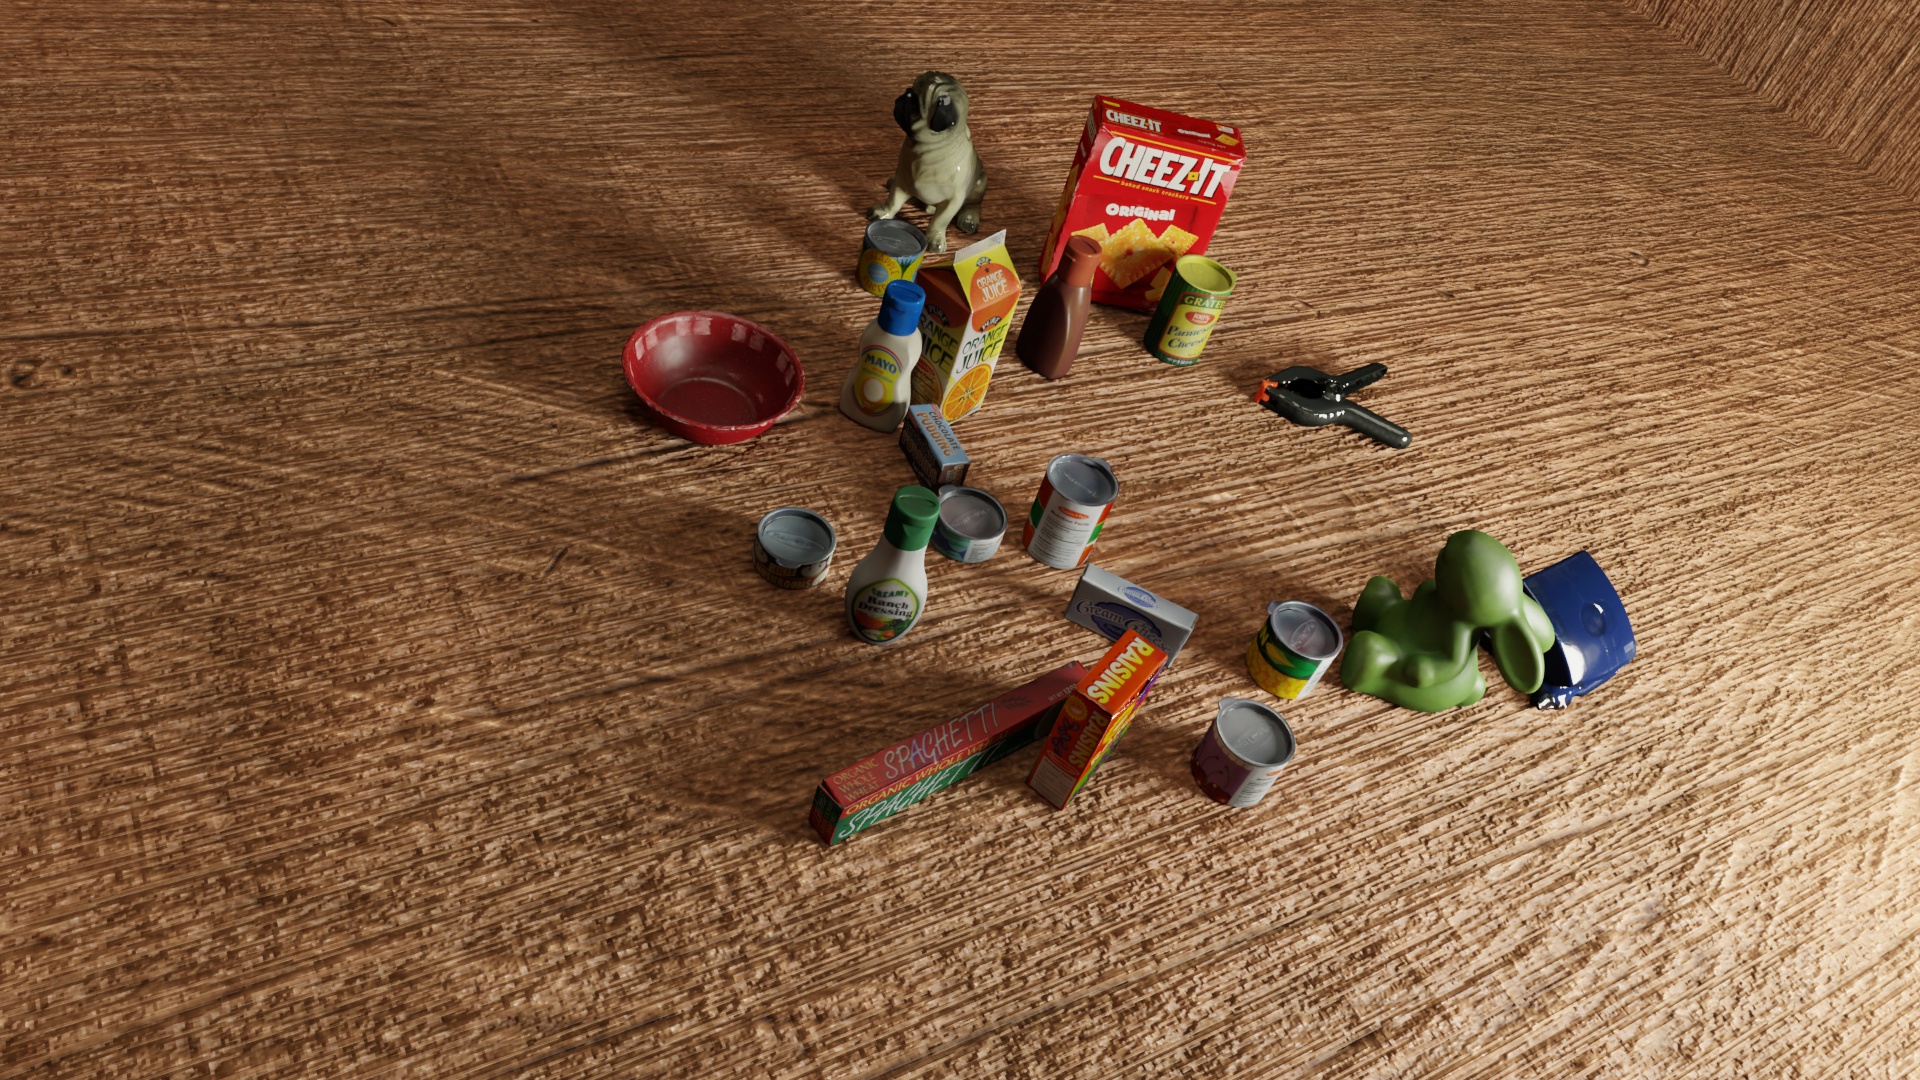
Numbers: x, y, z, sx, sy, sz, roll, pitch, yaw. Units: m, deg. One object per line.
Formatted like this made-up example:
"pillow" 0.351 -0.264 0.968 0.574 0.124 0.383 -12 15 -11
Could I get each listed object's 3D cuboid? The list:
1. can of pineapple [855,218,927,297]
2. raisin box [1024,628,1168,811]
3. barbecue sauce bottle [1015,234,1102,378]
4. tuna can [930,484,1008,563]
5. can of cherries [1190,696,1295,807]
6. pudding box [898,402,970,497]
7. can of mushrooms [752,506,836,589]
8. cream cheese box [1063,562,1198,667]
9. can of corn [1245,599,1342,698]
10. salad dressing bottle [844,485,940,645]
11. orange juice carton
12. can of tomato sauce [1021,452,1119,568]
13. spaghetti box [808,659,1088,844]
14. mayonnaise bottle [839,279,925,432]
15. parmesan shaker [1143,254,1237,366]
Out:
"can of pineapple" -0.074 -0.295 1.460 0.071 0.057 0.071 10 44 -10
"raisin box" 0.102 0.136 1.045 0.040 0.122 0.086 36 45 16
"barbecue sauce bottle" 0.103 -0.237 1.401 0.044 0.147 0.065 -25 59 -37
"tuna can" 0.004 -0.015 1.226 0.071 0.032 0.071 10 44 -10
"can of cherries" 0.223 0.167 1.105 0.071 0.058 0.072 10 44 -10
"pudding box" -0.024 -0.081 1.269 0.030 0.049 0.084 -8 50 -27
"can of mushrooms" -0.139 0.008 1.150 0.071 0.033 0.071 10 44 -10
"cream cheese box" 0.144 0.064 1.183 0.104 0.053 0.024 26 43 6
"can of corn" 0.286 0.093 1.202 0.071 0.058 0.071 10 44 -10
"salad dressing bottle" -0.051 0.020 1.087 0.064 0.146 0.044 11 44 -10
"orange juice carton" -0.005 -0.200 1.292 0.073 0.191 0.072 41 47 20
"can of tomato sauce" 0.097 -0.027 1.235 0.071 0.082 0.071 11 44 -10
"spaghetti box" -0.002 0.155 1.041 0.251 0.049 0.029 -21 57 -35
"mayonnaise bottle" -0.067 -0.169 1.271 0.065 0.147 0.041 24 43 4
"parmesan shaker" 0.248 -0.246 1.496 0.071 0.102 0.072 11 44 -10
